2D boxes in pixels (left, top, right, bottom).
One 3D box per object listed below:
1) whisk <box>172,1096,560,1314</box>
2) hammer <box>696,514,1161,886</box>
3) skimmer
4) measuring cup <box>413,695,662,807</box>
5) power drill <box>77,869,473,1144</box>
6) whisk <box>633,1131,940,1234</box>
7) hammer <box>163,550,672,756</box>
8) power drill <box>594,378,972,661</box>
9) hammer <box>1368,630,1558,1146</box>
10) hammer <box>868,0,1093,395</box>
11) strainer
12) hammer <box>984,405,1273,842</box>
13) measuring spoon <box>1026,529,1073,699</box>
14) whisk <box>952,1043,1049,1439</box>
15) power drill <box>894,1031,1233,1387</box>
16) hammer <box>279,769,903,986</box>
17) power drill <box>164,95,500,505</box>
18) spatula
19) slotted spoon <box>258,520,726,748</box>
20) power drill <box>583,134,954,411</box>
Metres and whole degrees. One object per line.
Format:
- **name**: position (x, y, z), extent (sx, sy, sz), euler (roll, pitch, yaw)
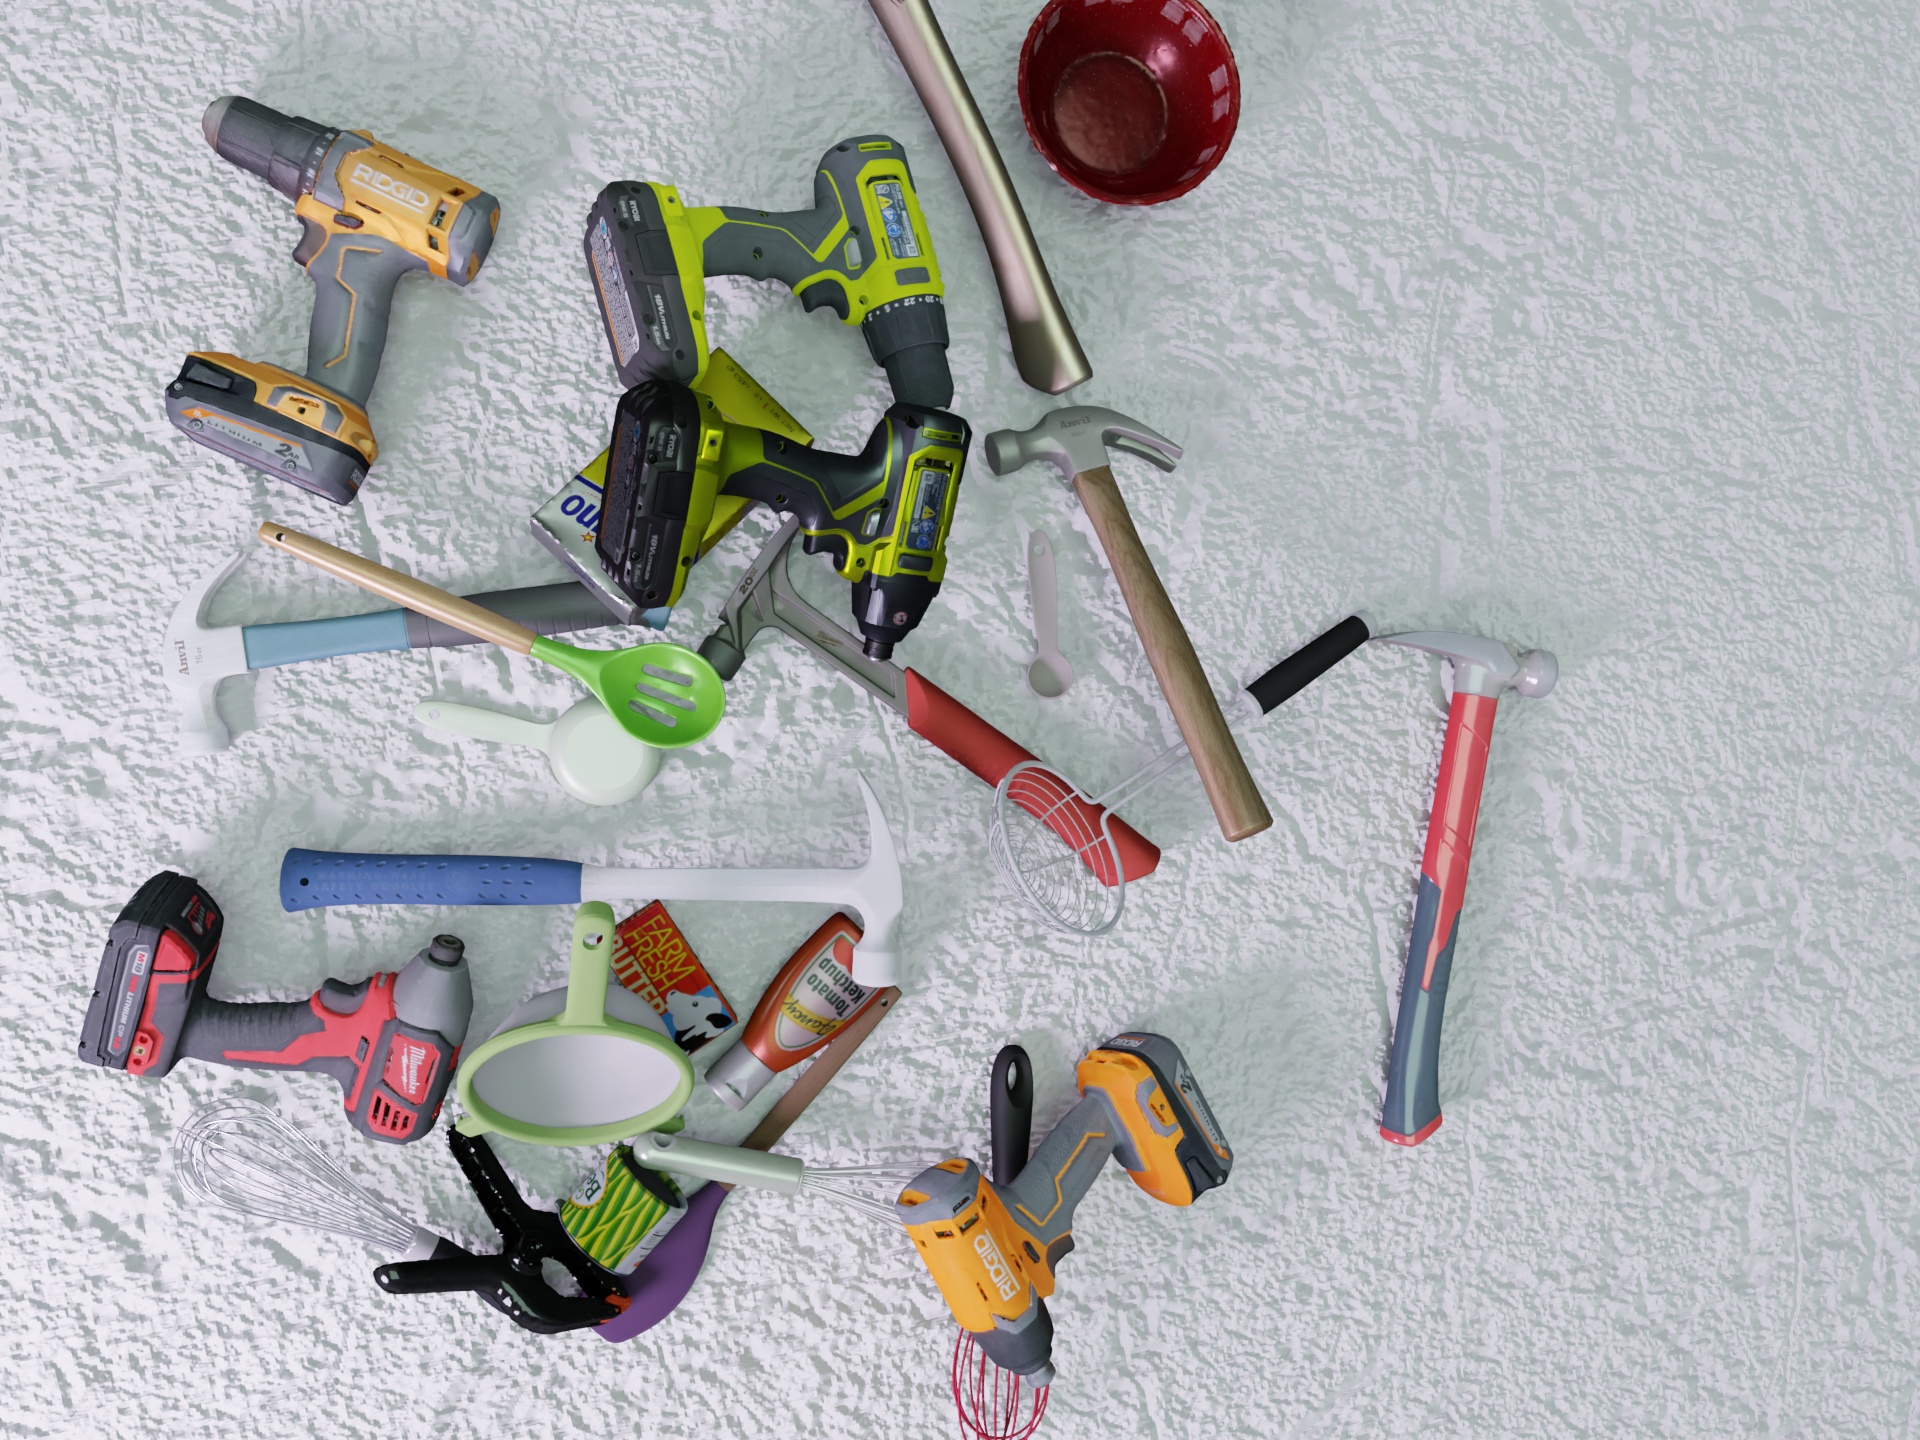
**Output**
- **whisk**: position (-0.387, 0.335, 1.056), extent (0.284, 0.070, 0.070), euler (33, 86, -15)
- **hammer**: position (-0.002, -0.004, 1.129), extent (0.359, 0.037, 0.149), euler (35, 85, -10)
- **skimmer**: position (0.171, 0.018, 1.110), extent (0.363, 0.090, 0.127), euler (-33, 93, -18)
- **measuring cup**: position (-0.284, 0.011, 1.071), extent (0.167, 0.038, 0.083), euler (12, 90, -13)
- **power drill**: position (-0.427, 0.180, 1.020), extent (0.219, 0.079, 0.143), euler (19, 105, -14)
- **whisk**: position (-0.105, 0.318, 1.102), extent (0.246, 0.058, 0.059), euler (15, 114, -14)
- **hammer**: position (-0.353, -0.062, 1.059), extent (0.331, 0.033, 0.128), euler (-8, 95, -11)
- **power drill**: position (-0.111, -0.127, 1.020), extent (0.223, 0.080, 0.171), euler (4, 109, -29)
- **hammer**: position (0.349, 0.126, 1.201), extent (0.143, 0.038, 0.386), euler (10, 90, -10)
- **hammer**: position (0.001, -0.421, 1.082), extent (0.146, 0.038, 0.410), euler (-19, 103, 34)
- **strainer**: position (-0.242, 0.181, 1.020), extent (0.151, 0.069, 0.256), euler (3, 135, -15)
- **hammer**: position (0.136, -0.073, 1.099), extent (0.130, 0.031, 0.331), euler (-18, 74, -16)
- **measuring spoon**: position (0.060, -0.076, 1.152), extent (0.034, 0.018, 0.124), euler (-3, 86, -9)
- **whisk**: position (0.033, 0.382, 1.140), extent (0.073, 0.073, 0.296), euler (3, 86, -11)
- **power drill**: position (0.080, 0.338, 1.103), extent (0.226, 0.084, 0.164), euler (-31, 98, -28)
- **hammer**: position (-0.240, 0.102, 1.060), extent (0.405, 0.035, 0.144), euler (1, 93, -4)
- **power drill**: position (-0.424, -0.274, 1.016), extent (0.185, 0.084, 0.226), euler (24, 83, -11)
- **spatula**: position (-0.149, 0.309, 1.120), extent (0.059, 0.018, 0.316), euler (42, 85, -7)
- **slotted spoon**: position (-0.303, -0.062, 1.040), extent (0.313, 0.031, 0.070), euler (23, 84, -10)
- **power drill**: position (-0.115, -0.280, 1.050), extent (0.228, 0.080, 0.190), euler (-14, 88, -26)
